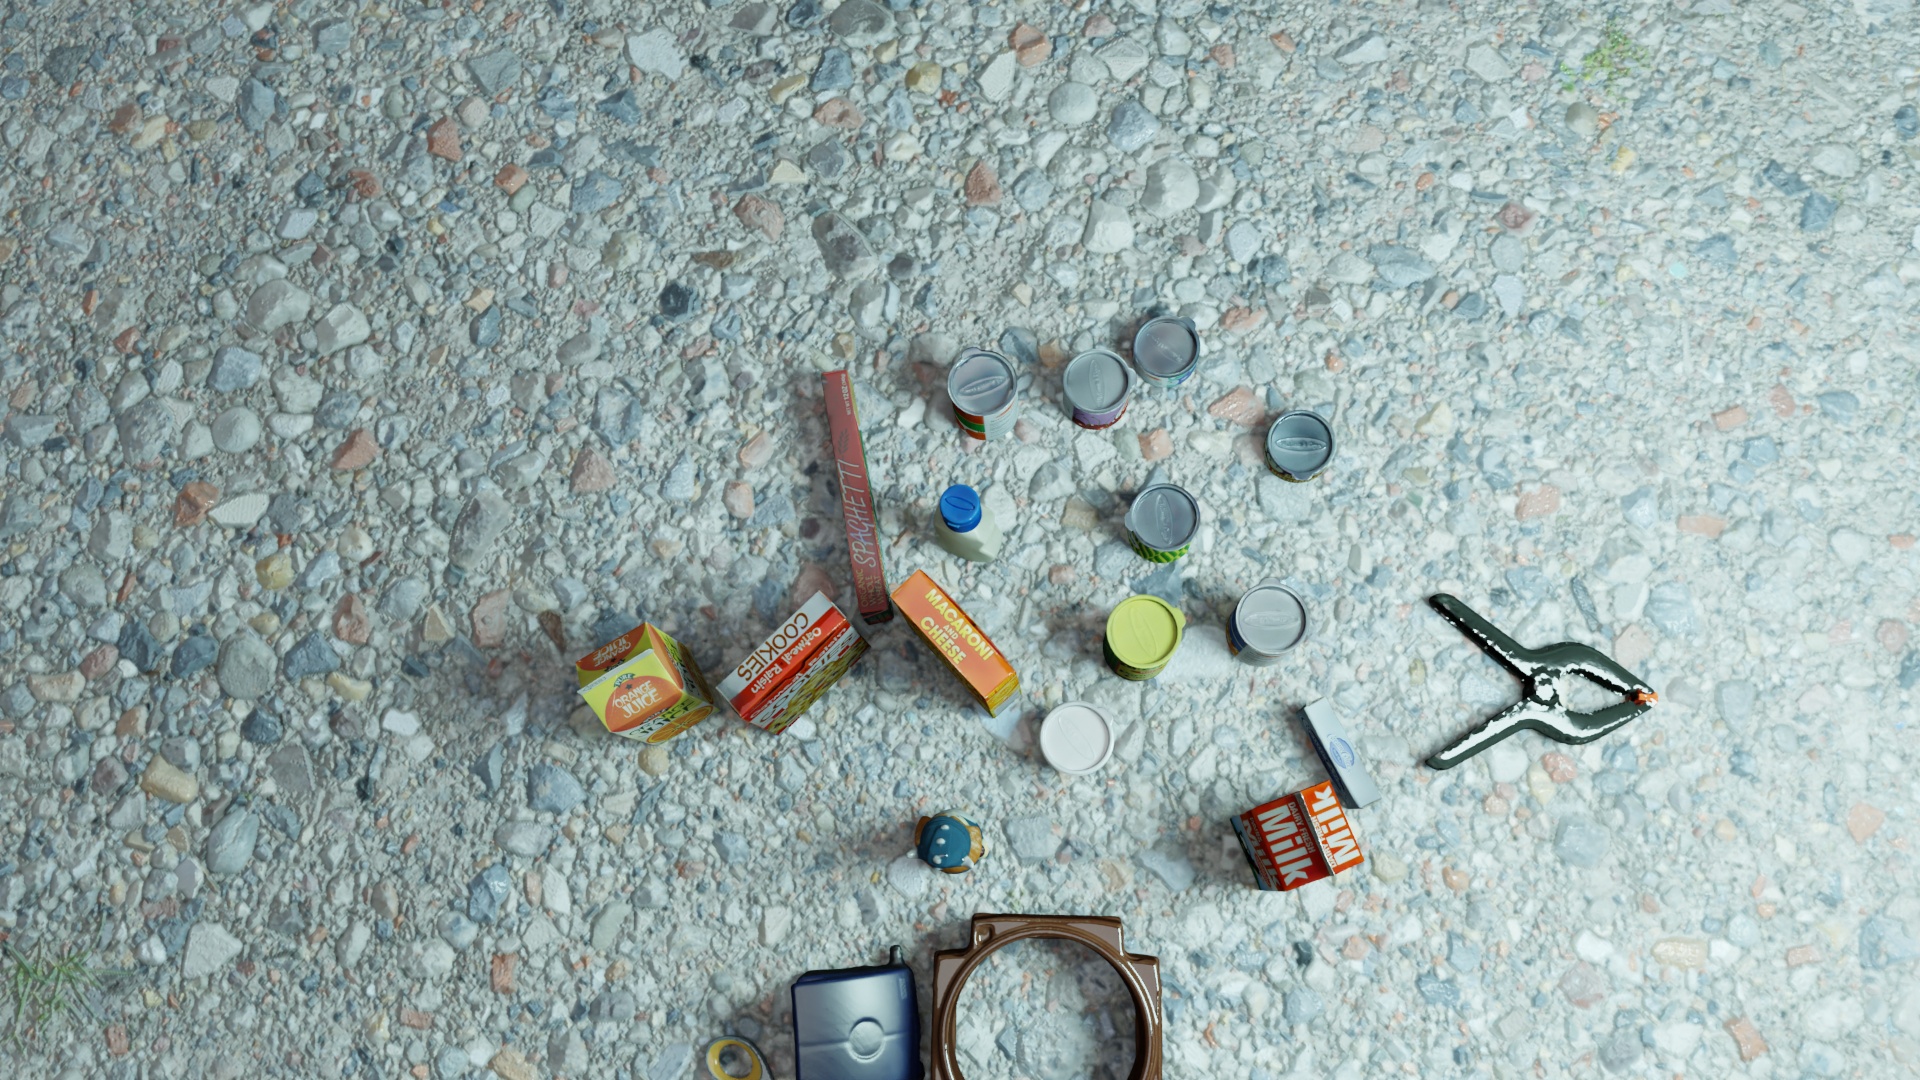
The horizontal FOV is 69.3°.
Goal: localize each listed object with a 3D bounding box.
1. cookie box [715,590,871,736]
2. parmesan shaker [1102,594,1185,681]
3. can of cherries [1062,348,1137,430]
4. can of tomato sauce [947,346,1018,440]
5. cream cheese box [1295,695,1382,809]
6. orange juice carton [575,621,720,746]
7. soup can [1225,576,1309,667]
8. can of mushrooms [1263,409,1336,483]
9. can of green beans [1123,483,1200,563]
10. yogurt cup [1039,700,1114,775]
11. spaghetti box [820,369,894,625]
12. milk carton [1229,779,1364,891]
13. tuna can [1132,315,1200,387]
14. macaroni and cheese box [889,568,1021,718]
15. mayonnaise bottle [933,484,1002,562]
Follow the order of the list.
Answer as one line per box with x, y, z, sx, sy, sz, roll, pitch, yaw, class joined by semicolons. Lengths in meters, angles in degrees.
-0.146;0.115;1.257;0.123;0.167;0.040;-44;78;-7;cookie box
0.168;0.091;1.276;0.071;0.103;0.071;-1;77;4;parmesan shaker
0.136;-0.147;1.360;0.071;0.058;0.071;-1;76;4;can of cherries
0.022;-0.142;1.353;0.071;0.083;0.071;-1;77;4;can of tomato sauce
0.343;0.195;1.265;0.024;0.053;0.104;-26;76;-2;cream cheese box
-0.283;0.129;1.249;0.072;0.192;0.073;-30;77;-3;orange juice carton
0.282;0.076;1.282;0.071;0.083;0.071;-1;77;4;soup can
0.328;-0.088;1.346;0.071;0.033;0.071;-1;76;3;can of mushrooms
0.193;-0.016;1.324;0.071;0.057;0.071;-1;76;4;can of green beans
0.107;0.184;1.282;0.072;0.054;0.072;-1;76;4;yogurt cup
-0.101;-0.043;1.354;0.029;0.050;0.250;-11;76;1;spaghetti box
0.287;0.253;1.184;0.073;0.190;0.072;-21;76;-1;milk carton
0.205;-0.189;1.379;0.071;0.032;0.071;-1;76;3;tuna can
-0.001;0.095;1.253;0.040;0.166;0.124;-42;78;-6;macaroni and cheese box
0.005;-0.016;1.290;0.065;0.148;0.041;19;79;8;mayonnaise bottle
